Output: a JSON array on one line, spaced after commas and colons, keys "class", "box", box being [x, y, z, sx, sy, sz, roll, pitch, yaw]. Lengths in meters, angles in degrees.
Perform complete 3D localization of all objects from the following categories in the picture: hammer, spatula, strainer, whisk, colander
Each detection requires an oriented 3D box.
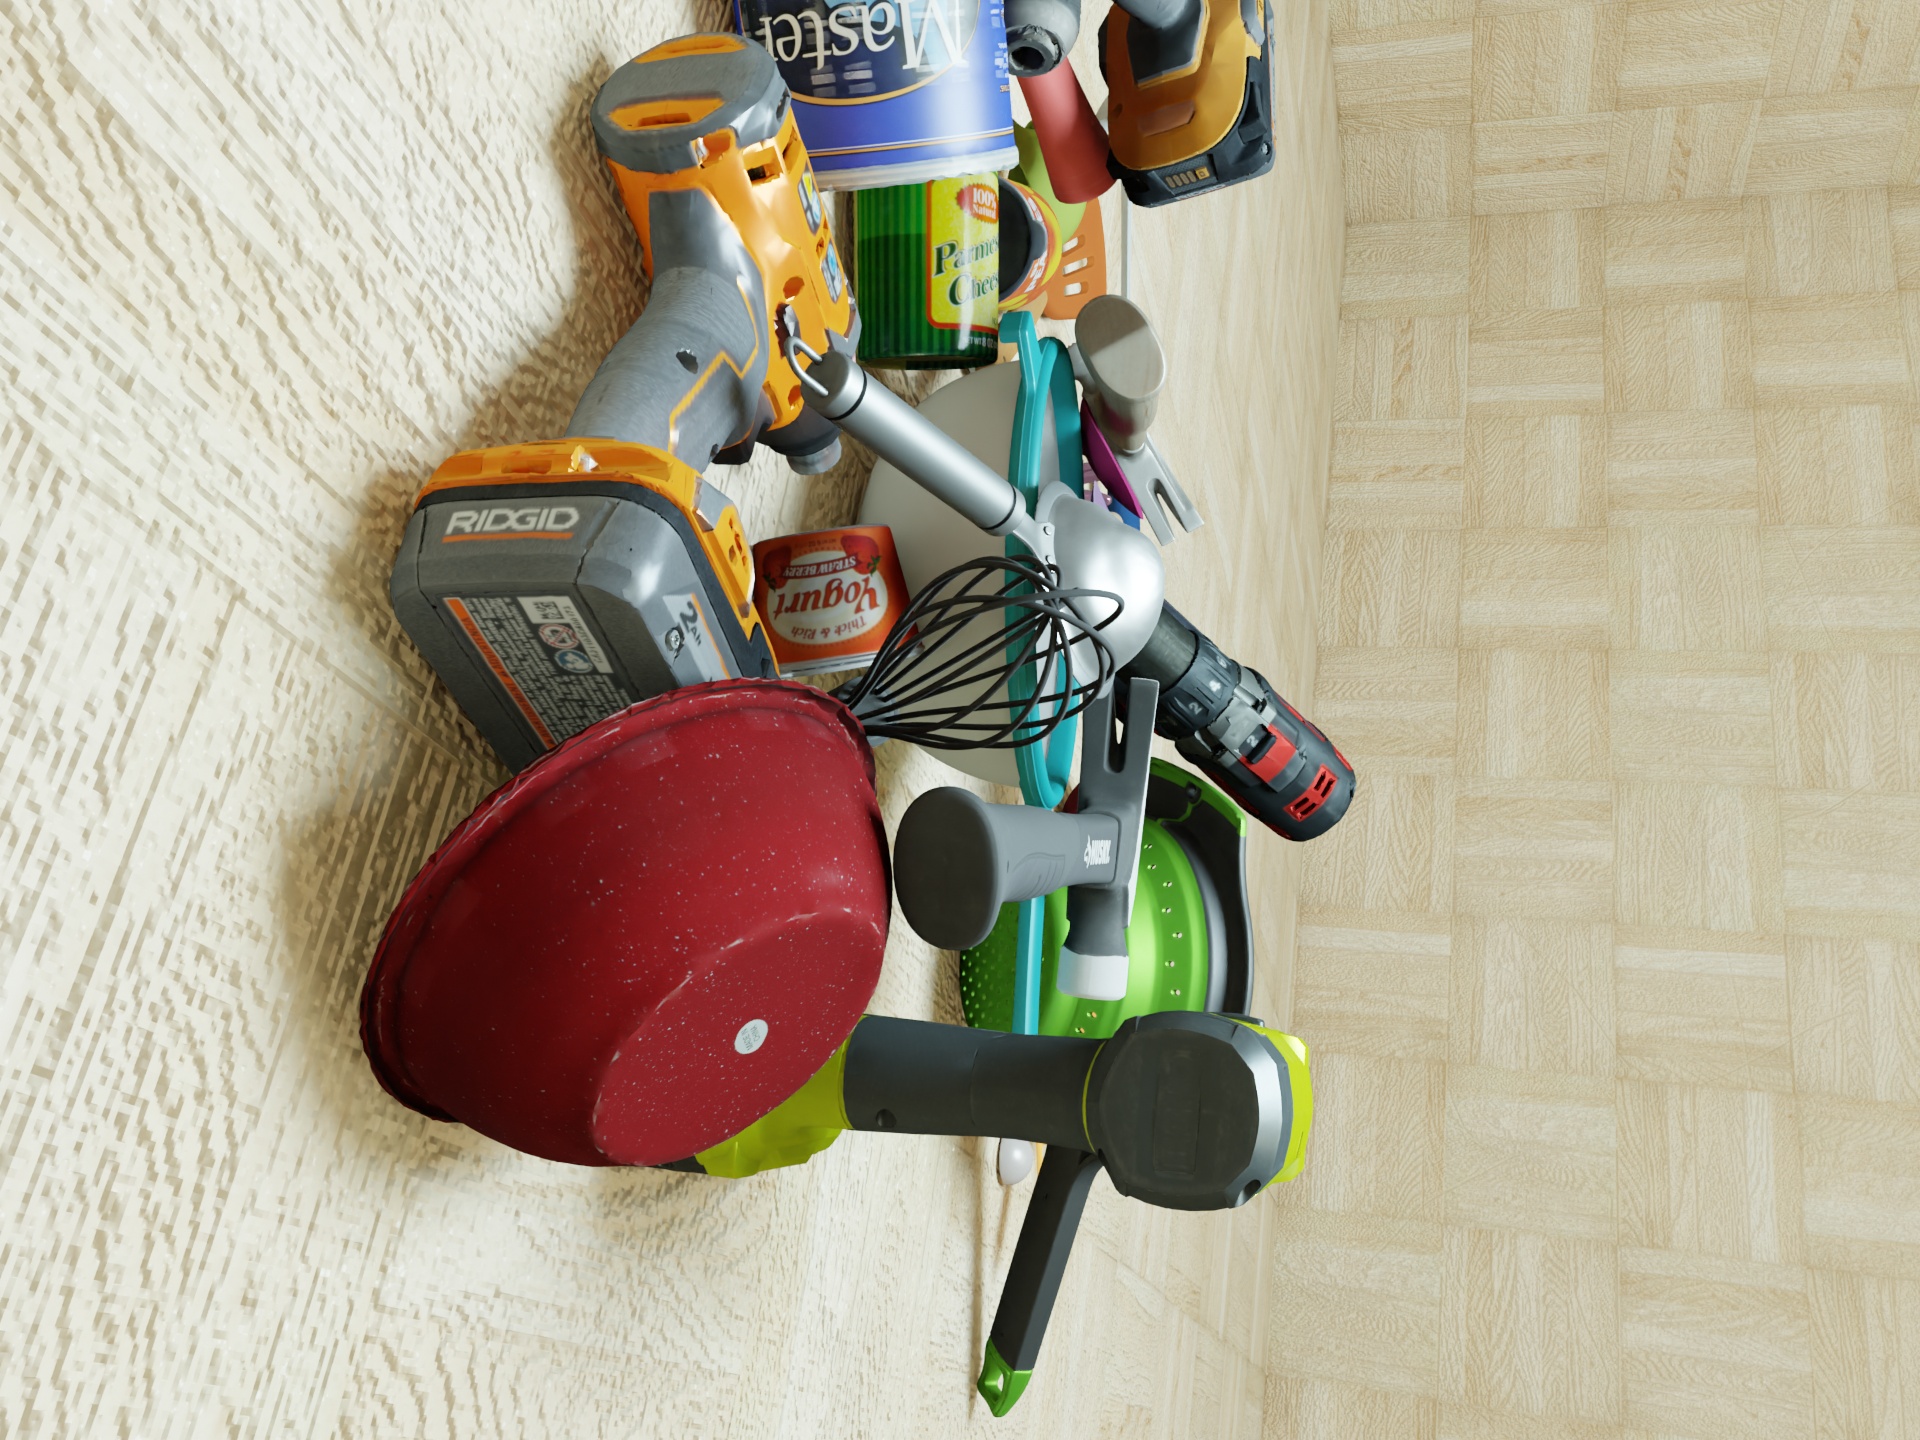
[{"class": "hammer", "box": [0.034, 0.043, 0.586, 0.334, 0.035, 0.146, 18, 78, -76]}, {"class": "spatula", "box": [0.080, -0.104, 0.877, 0.316, 0.018, 0.059, -55, 139, -79]}, {"class": "strainer", "box": [0.019, -0.071, 0.562, 0.258, 0.050, 0.087, 27, 54, -53]}, {"class": "hammer", "box": [-0.003, -0.384, 0.707, 0.358, 0.037, 0.149, 59, 35, -43]}, {"class": "whisk", "box": [-0.028, -0.004, 0.504, 0.055, 0.239, 0.055, 8, 74, -29]}, {"class": "strainer", "box": [-0.001, -0.002, 0.723, 0.211, 0.095, 0.340, 14, 79, -80]}, {"class": "spatula", "box": [0.050, -0.244, 0.931, 0.323, 0.041, 0.081, -68, 154, -62]}, {"class": "hammer", "box": [0.119, -0.240, 1.146, 0.144, 0.035, 0.405, -97, -176, -67]}, {"class": "hammer", "box": [0.095, -0.164, 0.867, 0.146, 0.038, 0.410, 61, 8, -3]}, {"class": "colander", "box": [0.041, 0.212, 0.887, 0.205, 0.094, 0.397, 36, -67, 61]}]

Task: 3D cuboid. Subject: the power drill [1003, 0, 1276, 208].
[{"class": "power drill", "box": [0.071, -0.325, 0.721, 0.226, 0.084, 0.185, 31, 57, -54]}]

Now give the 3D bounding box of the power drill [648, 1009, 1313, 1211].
[{"class": "power drill", "box": [0.009, 0.127, 0.562, 0.171, 0.223, 0.080, 33, 60, -69]}]

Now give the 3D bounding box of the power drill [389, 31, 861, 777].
[{"class": "power drill", "box": [-0.082, -0.083, 0.503, 0.164, 0.084, 0.227, 71, 23, -51]}]

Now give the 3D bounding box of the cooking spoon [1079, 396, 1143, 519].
[{"class": "cooking spoon", "box": [0.073, -0.162, 0.922, 0.068, 0.017, 0.319, 61, 7, -14]}]

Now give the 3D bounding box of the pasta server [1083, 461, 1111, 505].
[{"class": "pasta server", "box": [0.029, -0.140, 0.910, 0.316, 0.040, 0.060, 2, 100, -71]}]

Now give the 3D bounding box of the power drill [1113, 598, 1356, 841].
[{"class": "power drill", "box": [0.116, -0.031, 0.928, 0.187, 0.080, 0.227, 39, 5, -25]}]

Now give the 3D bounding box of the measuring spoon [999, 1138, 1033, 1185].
[{"class": "measuring spoon", "box": [0.039, 0.229, 0.999, 0.034, 0.018, 0.124, 26, 66, -70]}]

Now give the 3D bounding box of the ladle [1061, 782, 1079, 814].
[{"class": "ladle", "box": [0.085, 0.189, 1.128, 0.069, 0.031, 0.315, -22, 114, -68]}]

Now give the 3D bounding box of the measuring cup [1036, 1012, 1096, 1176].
[{"class": "measuring cup", "box": [0.075, 0.264, 1.010, 0.095, 0.052, 0.174, 78, 10, -49]}]

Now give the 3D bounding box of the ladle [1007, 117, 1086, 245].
[{"class": "ladle", "box": [-0.009, -0.314, 0.792, 0.320, 0.062, 0.078, 15, 79, -65]}]
